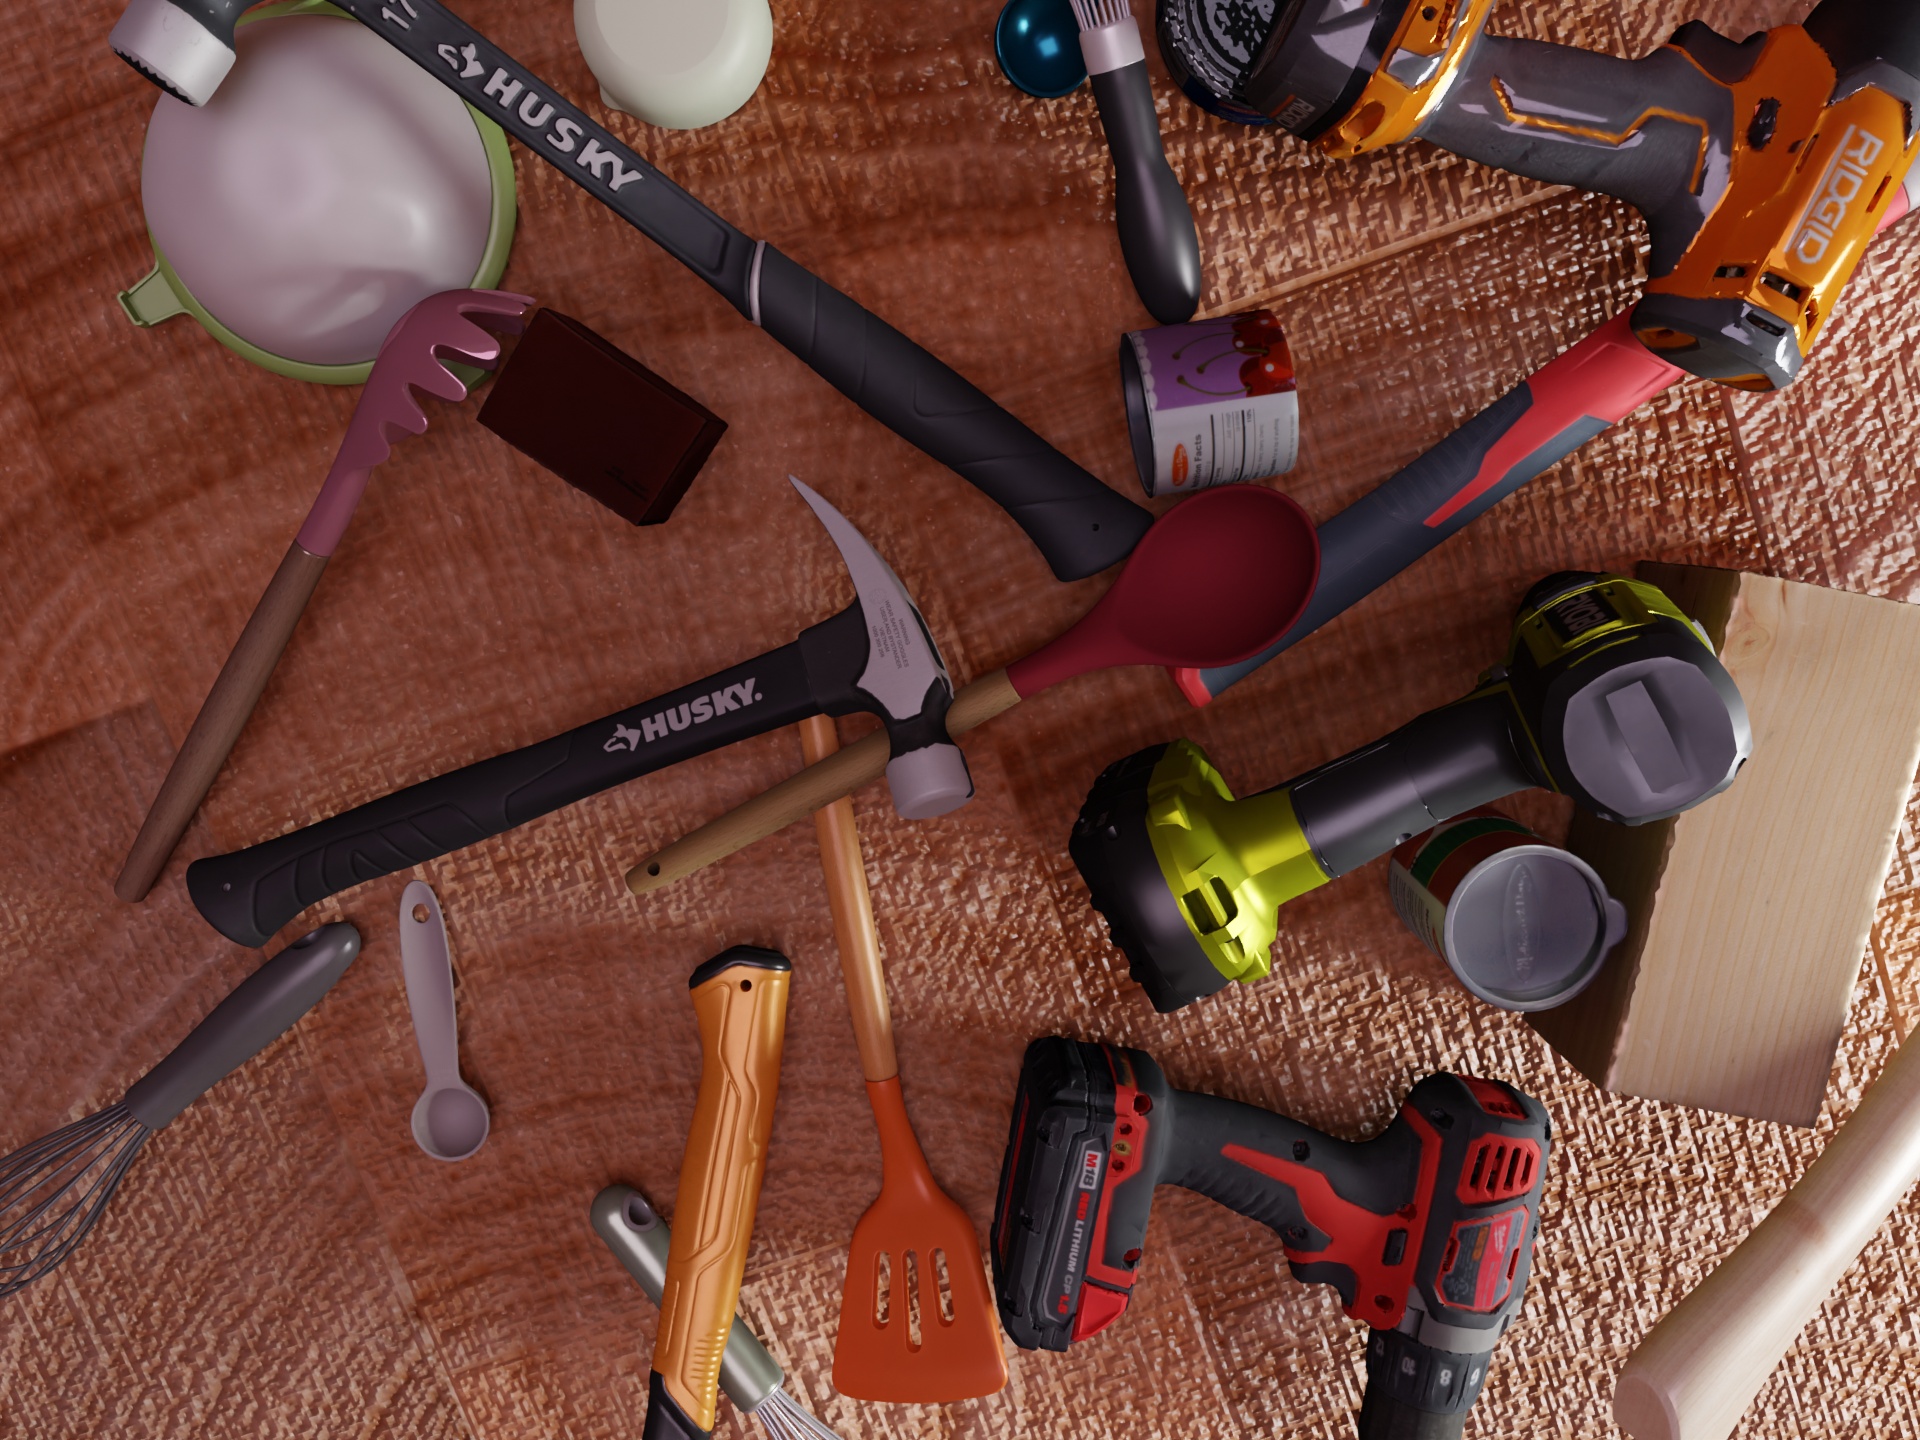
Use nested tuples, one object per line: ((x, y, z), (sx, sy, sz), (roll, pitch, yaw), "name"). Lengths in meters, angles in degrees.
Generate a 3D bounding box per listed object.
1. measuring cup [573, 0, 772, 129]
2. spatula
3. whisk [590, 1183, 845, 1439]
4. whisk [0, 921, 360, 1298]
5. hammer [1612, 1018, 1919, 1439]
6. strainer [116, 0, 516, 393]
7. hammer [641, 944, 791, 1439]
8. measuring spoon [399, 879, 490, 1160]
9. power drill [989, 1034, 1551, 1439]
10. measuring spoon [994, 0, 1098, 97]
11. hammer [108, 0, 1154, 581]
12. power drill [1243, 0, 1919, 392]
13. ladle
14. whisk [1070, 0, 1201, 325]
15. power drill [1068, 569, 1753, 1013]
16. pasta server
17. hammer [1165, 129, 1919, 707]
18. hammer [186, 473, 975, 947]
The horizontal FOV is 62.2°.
((-0.144, -0.307, 0.615), (0.083, 0.038, 0.167), (-42, 99, 6), "measuring cup")
((-0.040, 0.132, 0.682), (0.081, 0.041, 0.322), (-8, 97, 16), "spatula")
((-0.084, 0.305, 0.707), (0.059, 0.058, 0.246), (-37, 93, 26), "whisk")
((-0.351, 0.167, 0.686), (0.239, 0.055, 0.055), (-41, 97, 2), "whisk")
((0.395, 0.122, 0.617), (0.146, 0.038, 0.410), (44, 83, -27), "hammer")
((-0.244, -0.259, 0.607), (0.151, 0.069, 0.256), (12, 100, -2), "strainer")
((-0.106, 0.264, 0.670), (0.127, 0.034, 0.337), (9, 86, -1), "hammer")
((-0.228, 0.130, 0.698), (0.034, 0.018, 0.124), (-7, 92, 1), "measuring spoon")
((0.130, 0.234, 0.682), (0.226, 0.080, 0.188), (9, 99, -4), "power drill")
((0.056, -0.303, 0.631), (0.042, 0.021, 0.128), (36, 88, -22), "measuring spoon")
((-0.091, -0.183, 0.603), (0.408, 0.036, 0.149), (34, 89, -16), "hammer")
((0.237, -0.240, 0.570), (0.226, 0.084, 0.164), (26, 97, -6), "power drill")
((-0.001, -0.002, 0.643), (0.315, 0.031, 0.069), (-27, 75, 10), "ladle")
((0.049, -0.285, 0.591), (0.070, 0.070, 0.284), (-18, 114, 3), "whisk")
((0.166, 0.013, 0.608), (0.228, 0.190, 0.080), (-26, 98, 18), "power drill")
((-0.266, -0.044, 0.643), (0.040, 0.060, 0.316), (31, 107, -16), "pasta server")
((0.254, -0.116, 0.646), (0.386, 0.038, 0.143), (-36, 99, 5), "hammer")
((-0.168, 0.017, 0.653), (0.335, 0.035, 0.146), (-20, 73, 9), "hammer")
